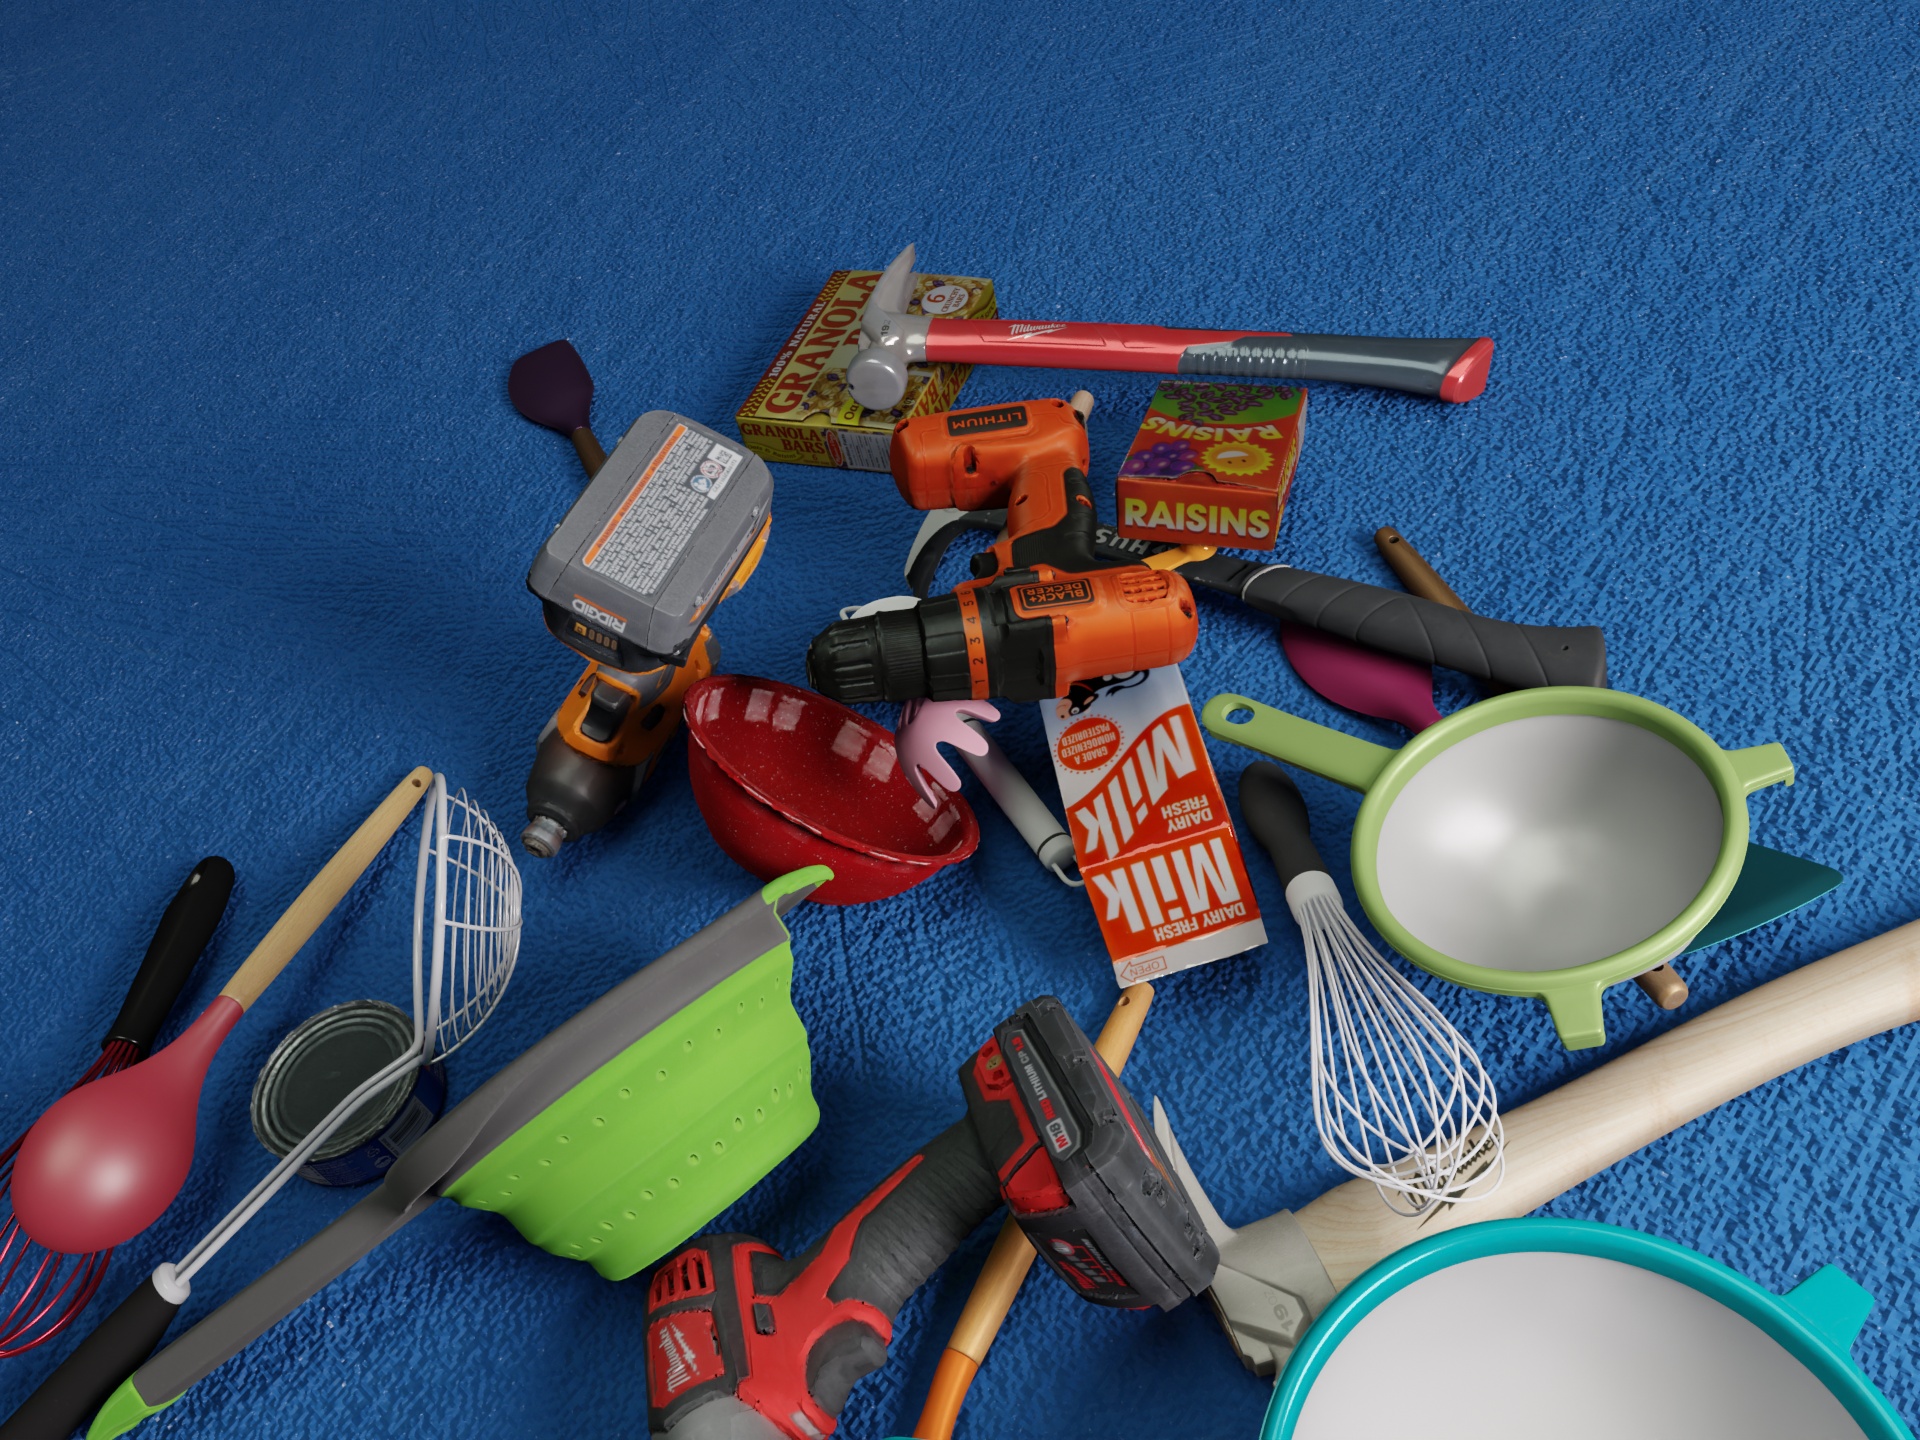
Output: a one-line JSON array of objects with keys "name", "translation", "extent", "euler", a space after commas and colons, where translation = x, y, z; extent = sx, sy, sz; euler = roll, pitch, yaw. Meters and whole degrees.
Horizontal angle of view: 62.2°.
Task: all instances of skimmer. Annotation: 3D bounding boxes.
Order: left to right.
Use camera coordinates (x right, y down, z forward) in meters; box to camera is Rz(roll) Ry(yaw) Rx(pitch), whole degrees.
[{"name": "skimmer", "translation": [-0.324, 0.184, 0.697], "extent": [0.363, 0.090, 0.127], "euler": [-47, 23, -8]}]

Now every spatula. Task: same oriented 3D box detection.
[{"name": "spatula", "translation": [-0.255, -0.182, 1.091], "extent": [0.060, 0.018, 0.316], "euler": [-28, 47, -8]}, {"name": "spatula", "translation": [0.007, 0.231, 0.644], "extent": [0.081, 0.041, 0.323], "euler": [-5, 42, 43]}, {"name": "spatula", "translation": [0.285, -0.007, 0.777], "extent": [0.082, 0.044, 0.318], "euler": [-23, 47, -3]}]

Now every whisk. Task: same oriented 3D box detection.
[{"name": "whisk", "translation": [-0.426, 0.181, 0.796], "extent": [0.073, 0.073, 0.296], "euler": [-7, 42, 9]}, {"name": "whisk", "translation": [0.161, 0.097, 0.680], "extent": [0.070, 0.070, 0.285], "euler": [-13, 30, 3]}]

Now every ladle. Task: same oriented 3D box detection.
[{"name": "ladle", "translation": [-0.355, 0.127, 0.809], "extent": [0.031, 0.069, 0.316], "euler": [-39, 17, 39]}]

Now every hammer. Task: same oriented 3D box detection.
[{"name": "hammer", "translation": [0.130, -0.241, 0.996], "extent": [0.386, 0.038, 0.143], "euler": [5, 48, 10]}, {"name": "hammer", "translation": [0.145, -0.075, 0.858], "extent": [0.409, 0.036, 0.149], "euler": [21, 59, 35]}, {"name": "hammer", "translation": [0.283, 0.142, 0.653], "extent": [0.410, 0.038, 0.146], "euler": [-23, 46, -6]}]

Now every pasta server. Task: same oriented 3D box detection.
[{"name": "pasta server", "translation": [0.029, -0.081, 0.858], "extent": [0.040, 0.060, 0.316], "euler": [35, 48, -12]}]

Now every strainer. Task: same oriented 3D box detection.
[{"name": "strainer", "translation": [-0.001, -0.003, 0.850], "extent": [0.087, 0.050, 0.259], "euler": [-17, 48, -25]}, {"name": "strainer", "translation": [0.137, 0.278, 0.524], "extent": [0.340, 0.095, 0.211], "euler": [1, 50, 10]}, {"name": "strainer", "translation": [0.209, 0.047, 0.689], "extent": [0.151, 0.069, 0.257], "euler": [-47, 40, -16]}]

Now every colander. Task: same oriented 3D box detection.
[{"name": "colander", "translation": [-0.193, 0.215, 0.676], "extent": [0.397, 0.204, 0.094], "euler": [-37, 85, 3]}]

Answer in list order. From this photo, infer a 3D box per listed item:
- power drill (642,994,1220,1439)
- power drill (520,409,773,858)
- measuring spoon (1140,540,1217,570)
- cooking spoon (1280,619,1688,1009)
[{"name": "power drill", "translation": [-0.022, 0.216, 0.600], "extent": [0.219, 0.078, 0.143], "euler": [-35, 26, 2]}, {"name": "power drill", "translation": [-0.171, -0.031, 0.810], "extent": [0.084, 0.226, 0.164], "euler": [27, 57, -2]}, {"name": "measuring spoon", "translation": [0.083, -0.077, 0.853], "extent": [0.117, 0.011, 0.021], "euler": [-22, 46, 2]}, {"name": "cooking spoon", "translation": [0.241, 0.021, 0.761], "extent": [0.069, 0.017, 0.319], "euler": [-22, 40, -4]}]
